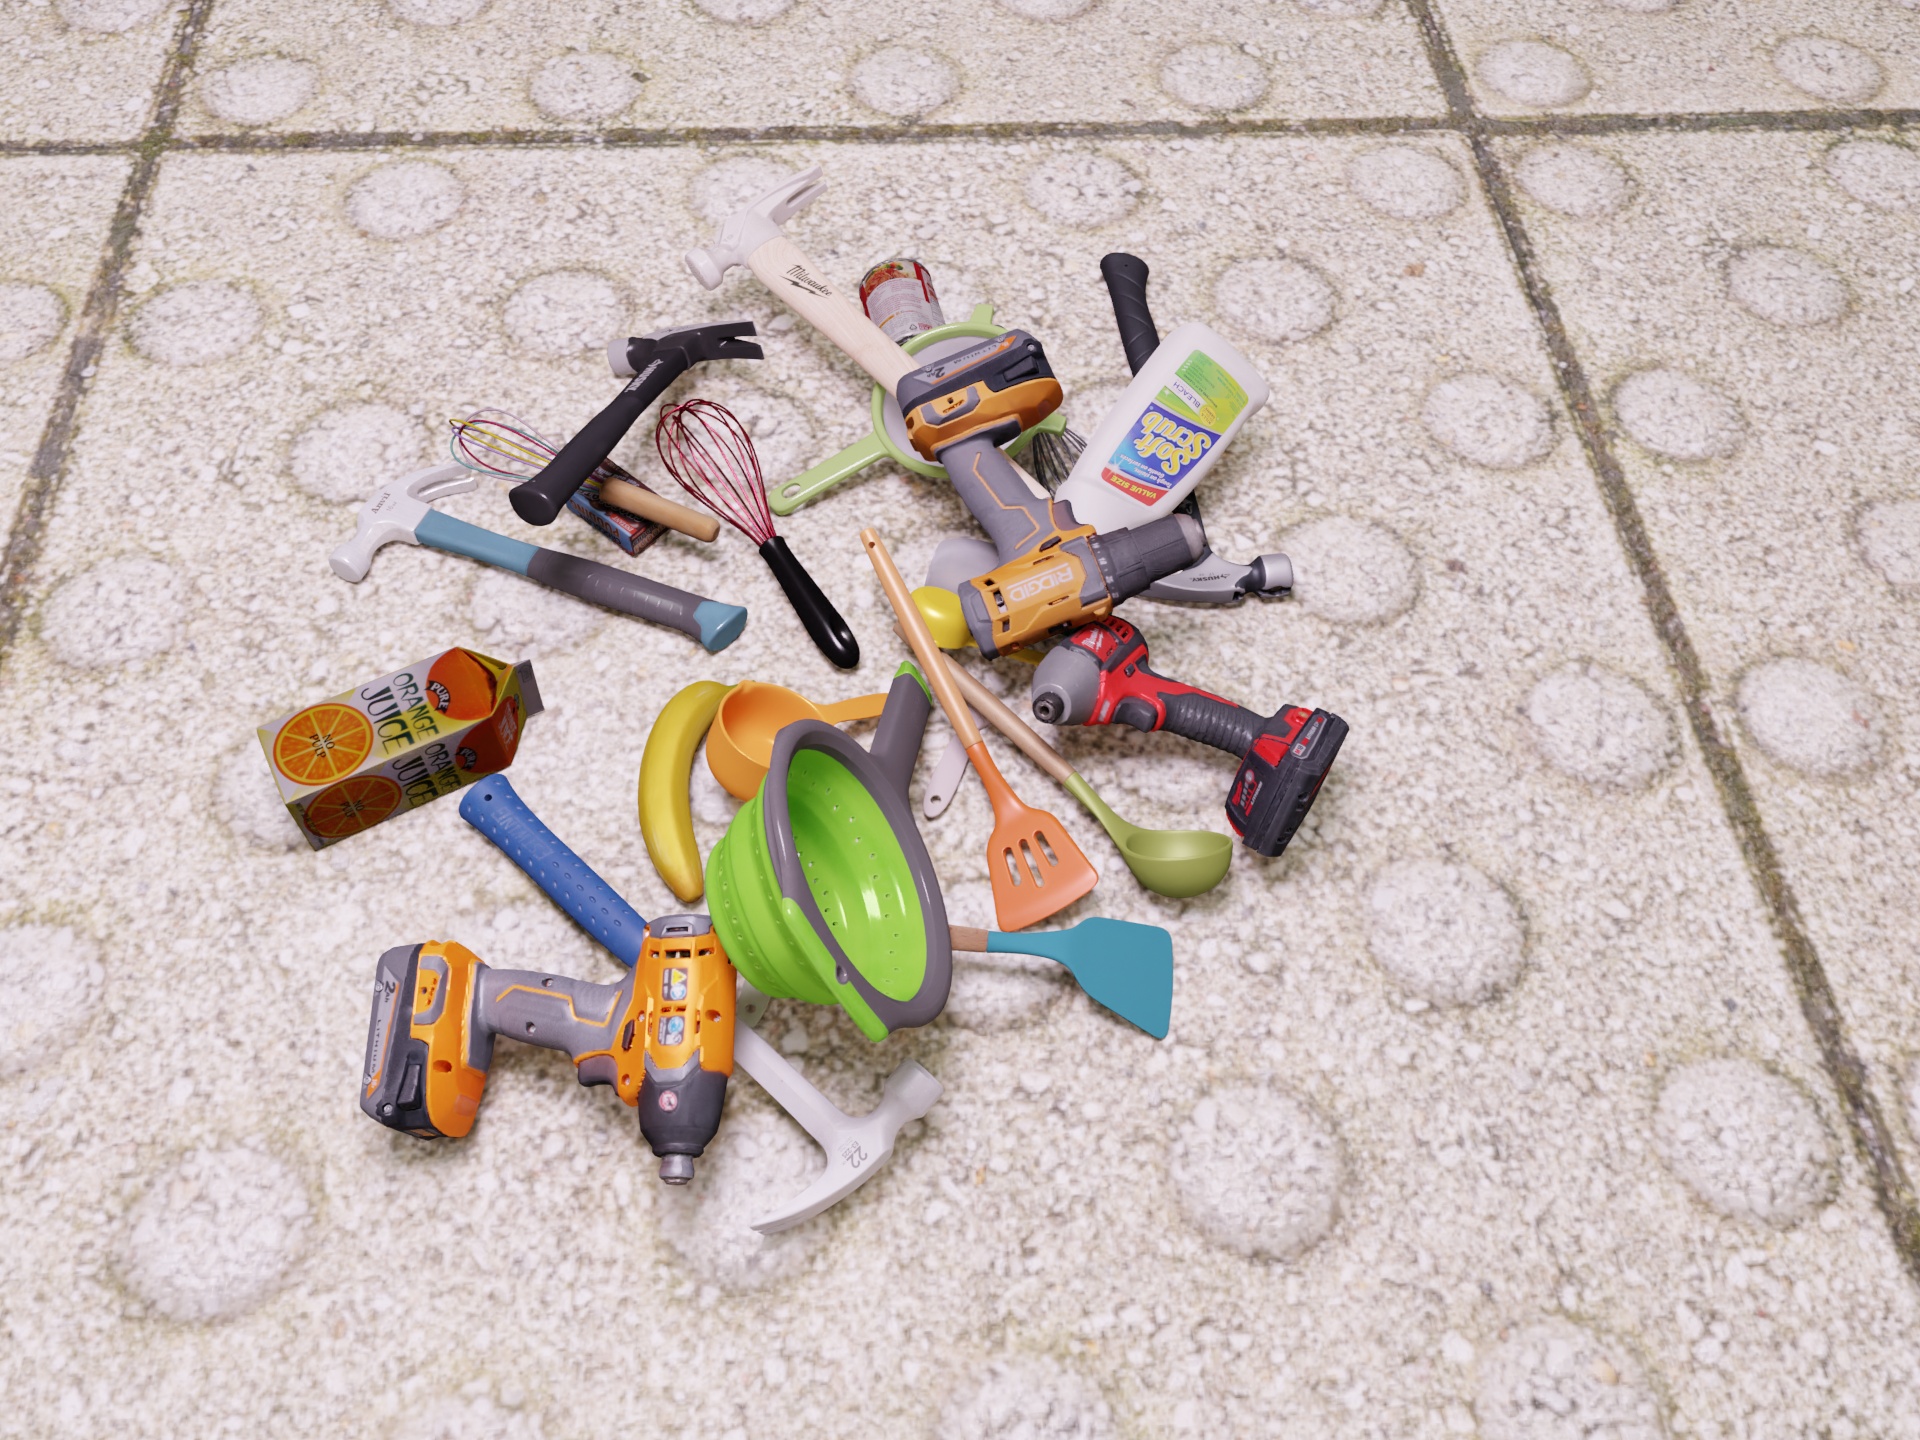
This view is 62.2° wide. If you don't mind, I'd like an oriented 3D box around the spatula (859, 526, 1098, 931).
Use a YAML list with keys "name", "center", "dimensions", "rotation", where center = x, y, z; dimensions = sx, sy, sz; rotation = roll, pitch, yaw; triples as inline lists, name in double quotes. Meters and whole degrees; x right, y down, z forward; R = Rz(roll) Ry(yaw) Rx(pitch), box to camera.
- name: "spatula"
  center: [-0.002, -0.004, 1.167]
  dimensions: [0.081, 0.041, 0.323]
  rotation: [-29, 79, 9]

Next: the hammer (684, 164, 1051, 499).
- name: "hammer"
  center: [-0.060, -0.310, 1.331]
  dimensions: [0.146, 0.038, 0.411]
  rotation: [-39, 67, -8]

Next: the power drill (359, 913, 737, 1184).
- name: "power drill"
  center: [-0.253, 0.211, 1.003]
  dimensions: [0.226, 0.084, 0.164]
  rotation: [-5, 66, 7]

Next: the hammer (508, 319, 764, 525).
- name: "hammer"
  center: [-0.268, -0.244, 1.270]
  dimensions: [0.146, 0.035, 0.335]
  rotation: [-5, 33, 17]

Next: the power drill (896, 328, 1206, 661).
- name: "power drill"
  center: [0.065, -0.176, 1.194]
  dimensions: [0.185, 0.084, 0.226]
  rotation: [-21, 75, 4]

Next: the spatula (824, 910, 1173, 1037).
- name: "spatula"
  center: [-0.008, 0.155, 1.092]
  dimensions: [0.317, 0.044, 0.082]
  rotation: [7, 58, 1]

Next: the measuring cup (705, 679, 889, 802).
- name: "measuring cup"
  center: [-0.112, 0.014, 1.188]
  dimensions: [0.173, 0.052, 0.095]
  rotation: [-14, 56, -44]

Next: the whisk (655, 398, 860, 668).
- name: "whisk"
  center: [-0.162, -0.156, 1.291]
  dimensions: [0.073, 0.073, 0.296]
  rotation: [-27, 67, -19]

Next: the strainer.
- name: "strainer"
  center: [-0.043, -0.233, 1.354]
  dimensions: [0.256, 0.069, 0.152]
  rotation: [-29, 66, 0]

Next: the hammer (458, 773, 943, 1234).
- name: "hammer"
  center: [-0.205, 0.172, 1.075]
  dimensions: [0.406, 0.035, 0.144]
  rotation: [37, 75, 23]

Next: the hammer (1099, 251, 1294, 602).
- name: "hammer"
  center: [0.171, -0.266, 1.392]
  dimensions: [0.149, 0.036, 0.409]
  rotation: [-5, 56, -5]

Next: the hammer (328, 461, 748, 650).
- name: "hammer"
  center: [-0.330, -0.122, 1.277]
  dimensions: [0.331, 0.033, 0.128]
  rotation: [19, 59, 10]

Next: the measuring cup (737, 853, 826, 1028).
- name: "measuring cup"
  center: [-0.129, 0.133, 1.110]
  dimensions: [0.083, 0.038, 0.168]
  rotation: [11, 56, 5]

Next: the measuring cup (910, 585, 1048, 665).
- name: "measuring cup"
  center: [0.030, -0.069, 1.235]
  dimensions: [0.156, 0.029, 0.062]
  rotation: [15, 27, -11]

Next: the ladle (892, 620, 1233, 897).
- name: "ladle"
  center: [0.068, 0.017, 1.174]
  dimensions: [0.320, 0.062, 0.078]
  rotation: [42, 31, 20]

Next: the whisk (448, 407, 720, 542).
- name: "whisk"
  center: [-0.307, -0.195, 1.283]
  dimensions: [0.245, 0.047, 0.051]
  rotation: [23, 54, 9]

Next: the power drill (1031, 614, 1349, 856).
- name: "power drill"
  center: [0.158, 0.003, 1.159]
  dimensions: [0.220, 0.078, 0.143]
  rotation: [28, 31, 15]

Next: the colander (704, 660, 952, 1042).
- name: "colander"
  center: [-0.086, 0.071, 1.073]
  dimensions: [0.094, 0.204, 0.397]
  rotation: [-25, 22, 19]

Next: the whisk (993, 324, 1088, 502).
- name: "whisk"
  center: [0.067, -0.268, 1.383]
  dimensions: [0.055, 0.055, 0.239]
  rotation: [-14, 54, -12]

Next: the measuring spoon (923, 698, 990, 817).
- name: "measuring spoon"
  center: [-0.002, 0.021, 1.201]
  dimensions: [0.034, 0.018, 0.124]
  rotation: [17, 55, 9]
